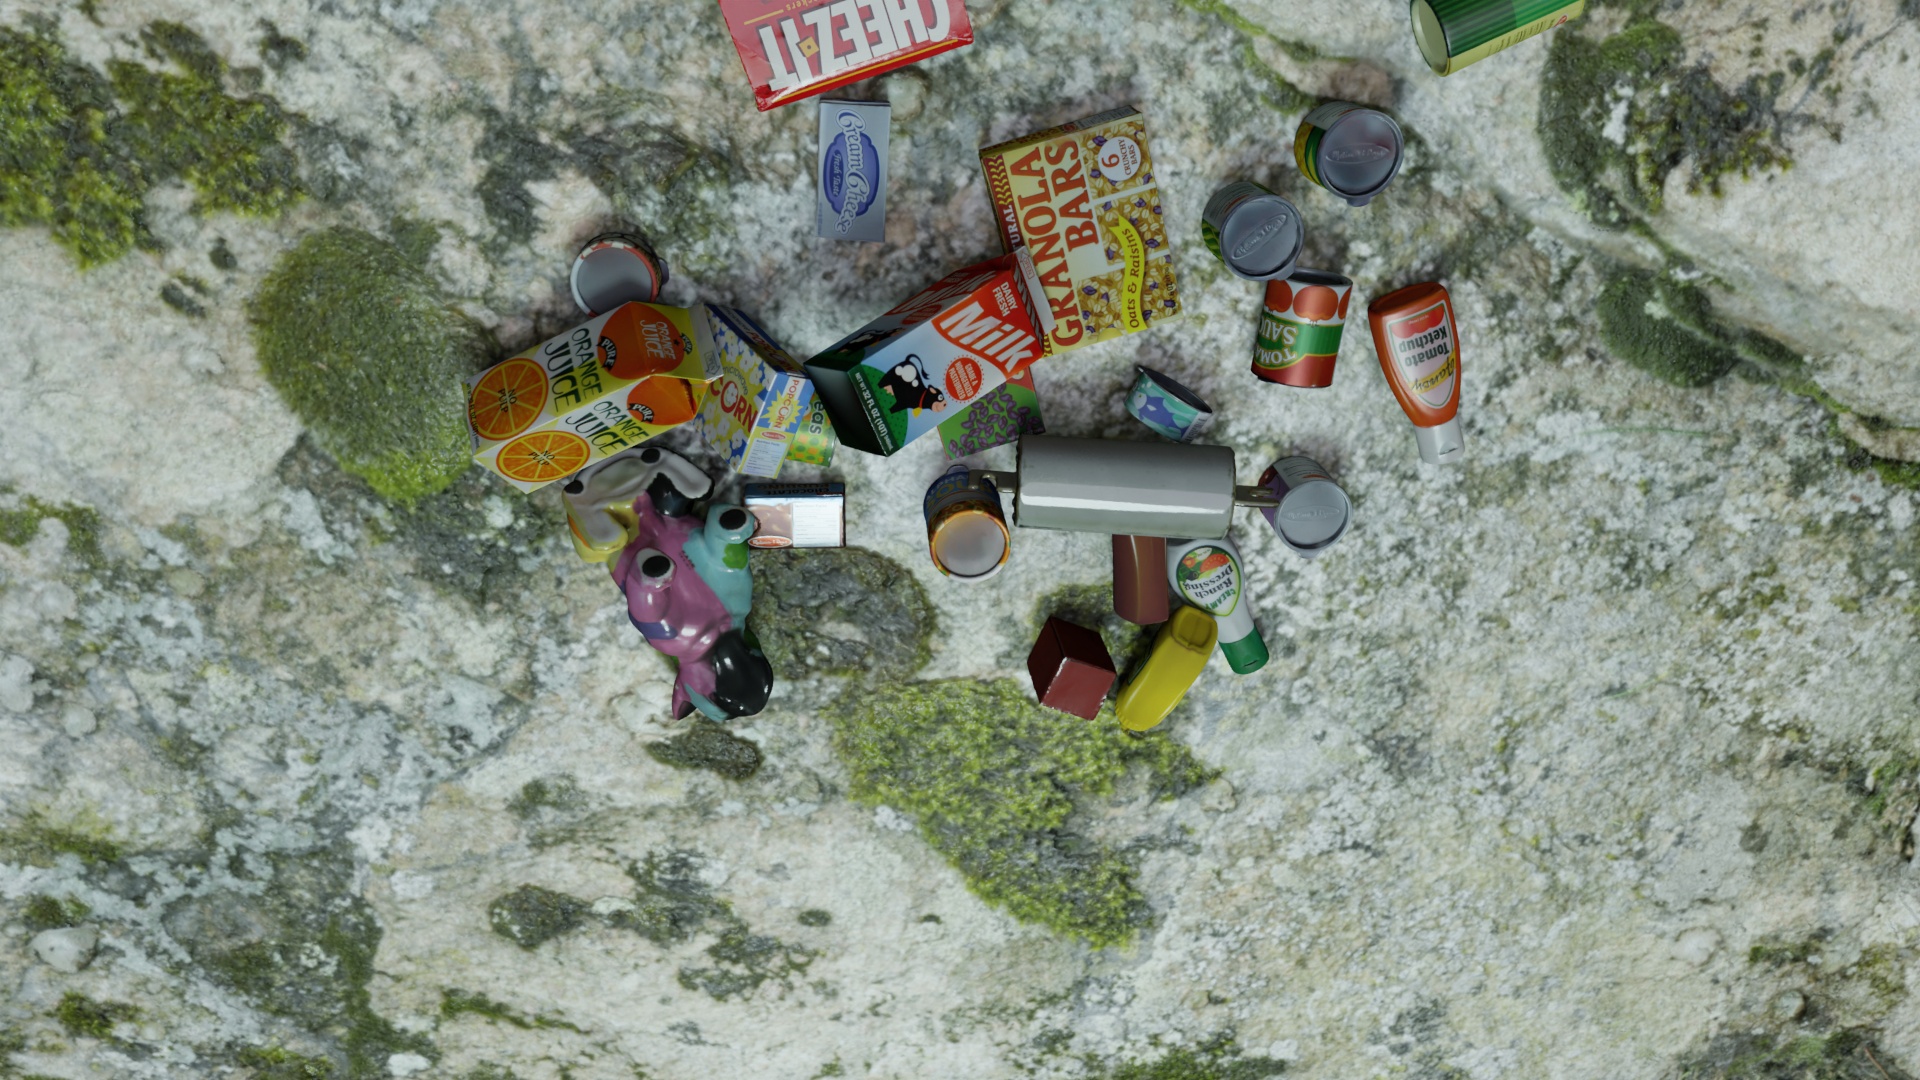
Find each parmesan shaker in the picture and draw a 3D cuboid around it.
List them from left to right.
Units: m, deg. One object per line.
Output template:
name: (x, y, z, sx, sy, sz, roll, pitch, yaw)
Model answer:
parmesan shaker: (0.390, -0.392, 1.013, 0.103, 0.071, 0.071, -24, 114, 5)

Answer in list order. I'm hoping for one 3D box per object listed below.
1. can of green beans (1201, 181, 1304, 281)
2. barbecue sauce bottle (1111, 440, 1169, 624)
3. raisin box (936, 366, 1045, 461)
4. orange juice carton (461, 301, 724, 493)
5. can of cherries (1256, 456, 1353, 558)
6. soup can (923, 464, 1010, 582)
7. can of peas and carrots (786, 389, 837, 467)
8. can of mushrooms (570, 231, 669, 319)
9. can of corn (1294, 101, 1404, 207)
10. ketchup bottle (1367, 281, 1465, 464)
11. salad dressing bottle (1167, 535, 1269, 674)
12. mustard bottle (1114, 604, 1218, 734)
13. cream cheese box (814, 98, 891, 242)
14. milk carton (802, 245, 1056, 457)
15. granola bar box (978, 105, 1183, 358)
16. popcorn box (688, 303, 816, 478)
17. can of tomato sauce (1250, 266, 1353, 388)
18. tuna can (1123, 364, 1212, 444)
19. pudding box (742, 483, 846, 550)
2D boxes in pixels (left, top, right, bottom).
can of green beans: (0.225, -0.239, 1.072, 0.071, 0.058, 0.071, -2, 114, -5)
barbecue sauce bottle: (0.150, -0.008, 1.168, 0.044, 0.065, 0.148, -7, 106, -12)
raisin box: (0.012, -0.135, 1.107, 0.086, 0.040, 0.123, -17, 116, 2)
orange juice carton: (-0.272, -0.114, 1.050, 0.192, 0.072, 0.073, -23, 153, 8)
can of cherries: (0.288, -0.029, 1.173, 0.071, 0.058, 0.071, -3, 114, -6)
soup can: (0.004, -0.014, 1.136, 0.071, 0.084, 0.071, -2, 114, -4)
can of peas and carrots: (-0.126, -0.095, 1.094, 0.059, 0.071, 0.070, 9, 113, -9)
can of mushrooms: (-0.259, -0.199, 1.054, 0.071, 0.033, 0.070, -2, 114, -4)
can of corn: (0.293, -0.294, 1.054, 0.071, 0.058, 0.071, -2, 114, -5)
ketchup bottle: (0.382, -0.135, 1.143, 0.065, 0.044, 0.148, -21, 115, 4)
salad dressing bottle: (0.226, 0.050, 1.209, 0.064, 0.044, 0.147, -26, 114, 9)
mustard bottle: (0.172, 0.125, 1.220, 0.049, 0.066, 0.159, 29, 133, 3)
cream cheese box: (-0.081, -0.277, 1.042, 0.053, 0.024, 0.103, 2, 114, -7)
milk carton: (-0.011, -0.142, 1.016, 0.191, 0.073, 0.072, -34, 116, -23)
granola bar box: (0.094, -0.235, 1.071, 0.124, 0.039, 0.165, -16, 114, 2)
popcorn box: (-0.167, -0.115, 1.052, 0.038, 0.127, 0.085, 7, 116, -43)
can of tomato sauce: (0.269, -0.170, 1.102, 0.071, 0.071, 0.082, 3, 113, -7)
tuna can: (0.165, -0.109, 1.120, 0.071, 0.071, 0.032, 26, 110, -16)
pudding box: (-0.137, -0.020, 1.148, 0.084, 0.030, 0.049, -1, 115, -5)
